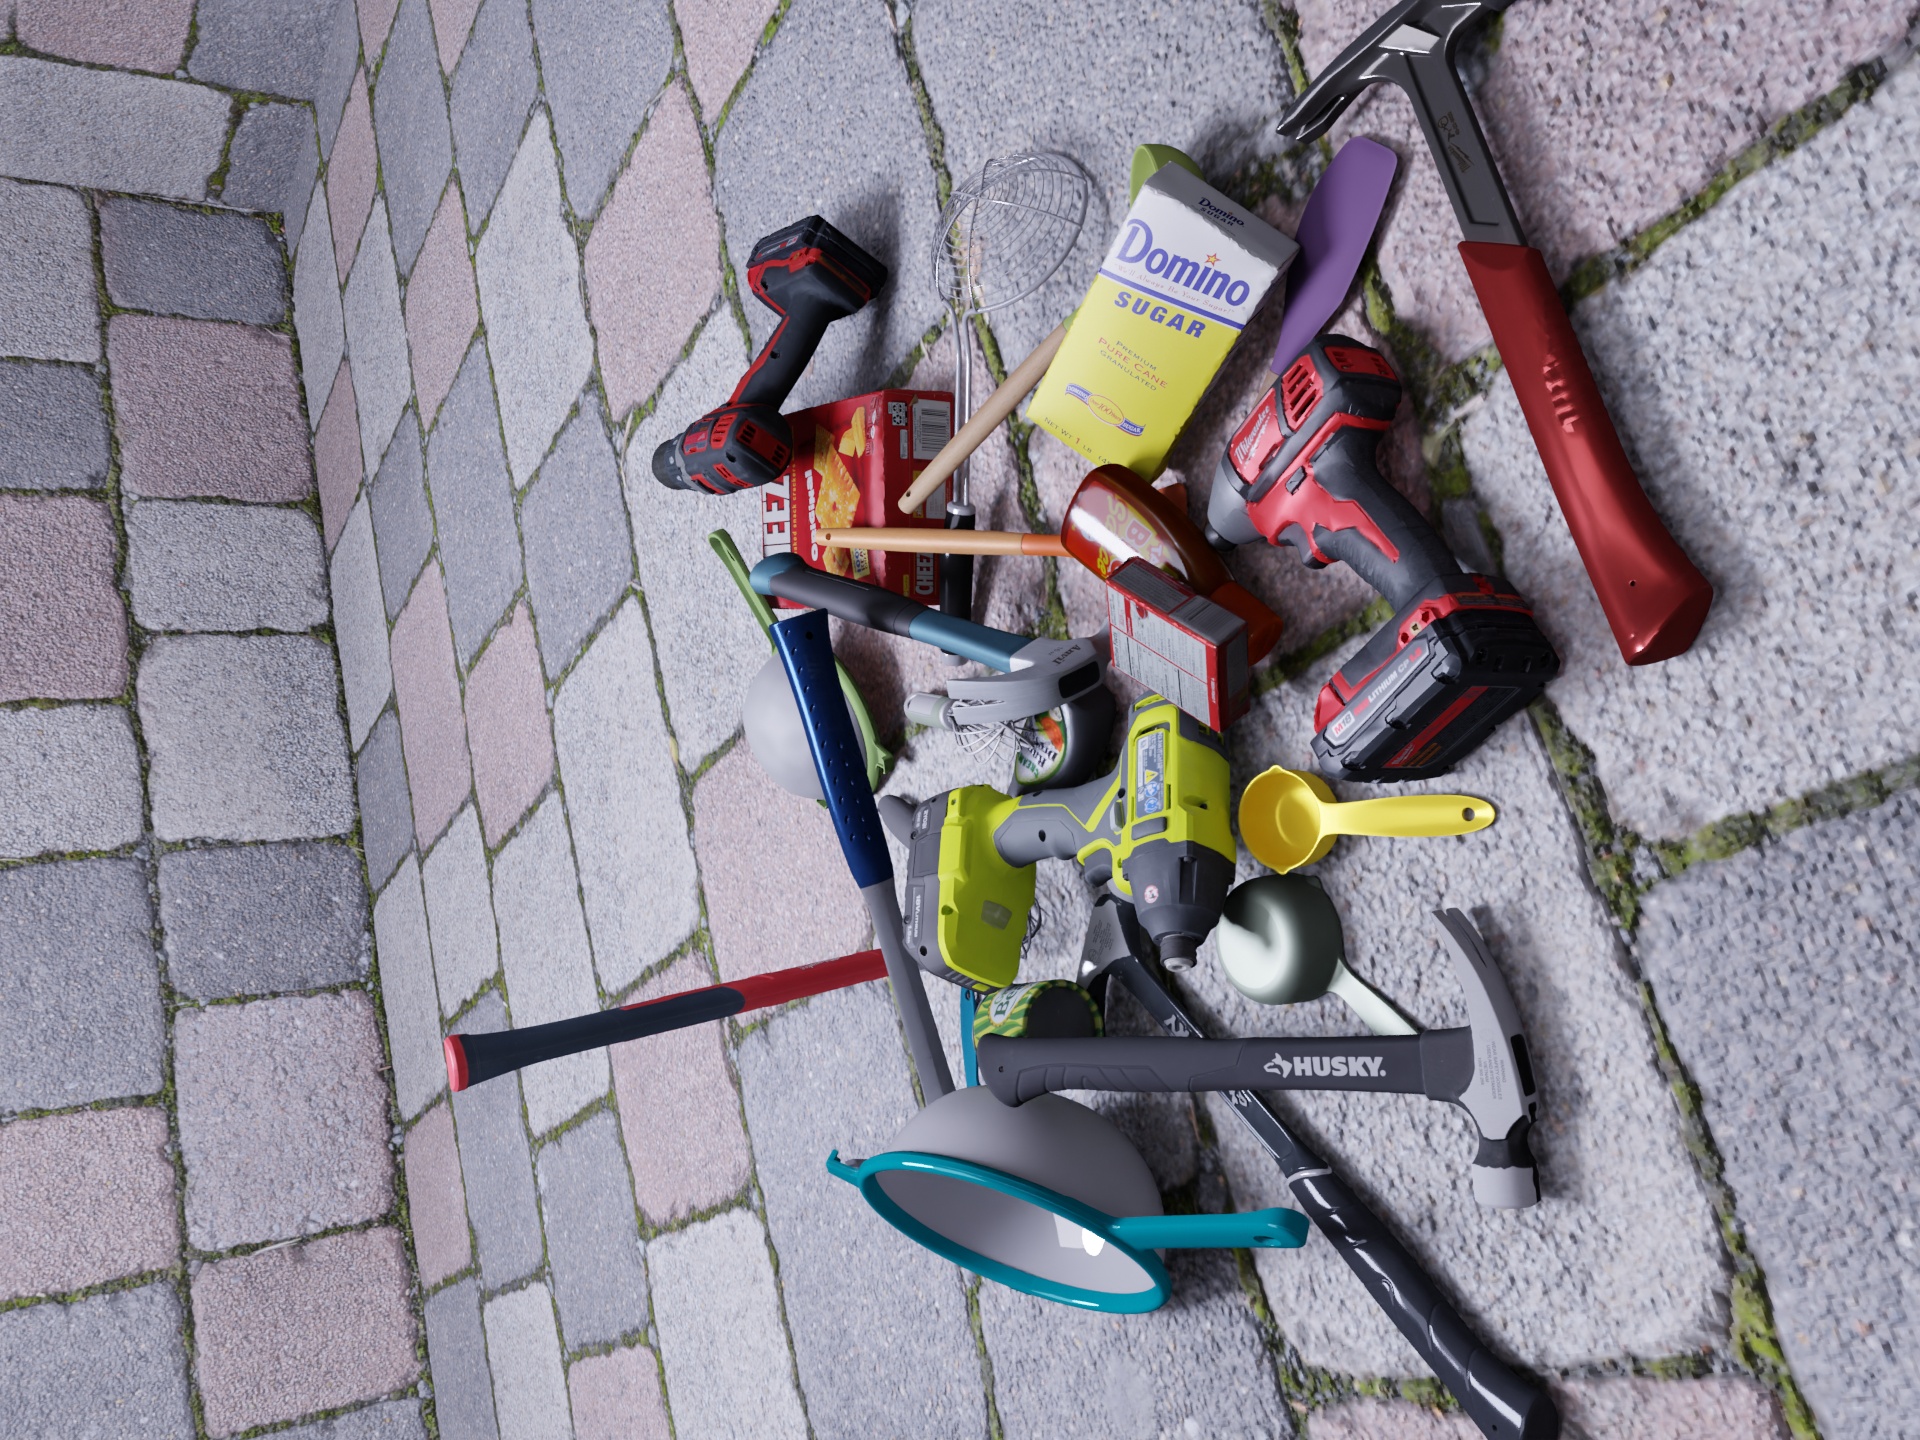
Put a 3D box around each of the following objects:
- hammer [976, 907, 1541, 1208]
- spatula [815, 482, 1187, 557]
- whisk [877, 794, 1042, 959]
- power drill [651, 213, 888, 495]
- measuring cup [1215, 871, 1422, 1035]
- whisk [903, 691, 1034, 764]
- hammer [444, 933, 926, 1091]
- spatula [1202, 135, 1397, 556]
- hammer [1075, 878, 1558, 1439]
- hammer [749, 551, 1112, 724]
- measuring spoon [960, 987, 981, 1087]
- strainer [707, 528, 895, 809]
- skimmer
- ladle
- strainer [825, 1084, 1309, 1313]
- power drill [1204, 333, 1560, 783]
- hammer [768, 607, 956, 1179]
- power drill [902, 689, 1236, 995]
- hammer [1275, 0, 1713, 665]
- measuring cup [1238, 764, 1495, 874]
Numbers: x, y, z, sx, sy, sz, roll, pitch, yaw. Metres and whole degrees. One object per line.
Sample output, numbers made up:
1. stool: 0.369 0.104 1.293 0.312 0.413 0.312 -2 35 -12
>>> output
1. hammer: 0.147 0.186 0.885 0.335 0.035 0.146 -9 82 37
2. spatula: 0.021 -0.123 1.095 0.323 0.041 0.081 6 97 35
3. whisk: -0.008 0.109 1.196 0.239 0.055 0.055 39 123 54
4. power drill: -0.168 -0.284 1.297 0.188 0.080 0.227 4 66 56
5. measuring cup: 0.201 0.148 0.886 0.168 0.038 0.083 45 128 48
6. whisk: -0.002 -0.004 1.135 0.058 0.059 0.246 -60 16 -5
7. hammer: -0.163 0.200 1.123 0.143 0.386 0.038 -2 95 57
8. spatula: 0.176 -0.179 0.928 0.060 0.018 0.315 51 131 48
9. hammer: 0.186 0.253 0.920 0.409 0.036 0.149 49 132 43
10. hammer: -0.033 -0.070 1.104 0.331 0.128 0.033 21 136 43
11. measuring spoon: 0.016 0.256 1.198 0.042 0.021 0.129 -33 56 53
12. strainer: -0.160 -0.037 1.316 0.256 0.069 0.151 60 150 1
13. skimmer: 0.025 -0.216 1.143 0.127 0.090 0.363 28 125 43
14. ladle: 0.046 -0.242 1.038 0.320 0.062 0.078 -42 47 36
15. strainer: 0.086 0.281 0.984 0.340 0.210 0.095 -21 37 48
16. power drill: 0.205 -0.082 0.842 0.143 0.078 0.220 -53 47 43
17. hammer: -0.060 0.124 1.101 0.035 0.144 0.405 179 74 -75
18. power drill: 0.069 0.088 0.983 0.223 0.080 0.171 -23 51 40
19. hammer: 0.265 -0.192 0.770 0.149 0.036 0.359 -32 65 46
20. measuring cup: 0.224 0.053 0.871 0.156 0.029 0.062 -5 87 45
